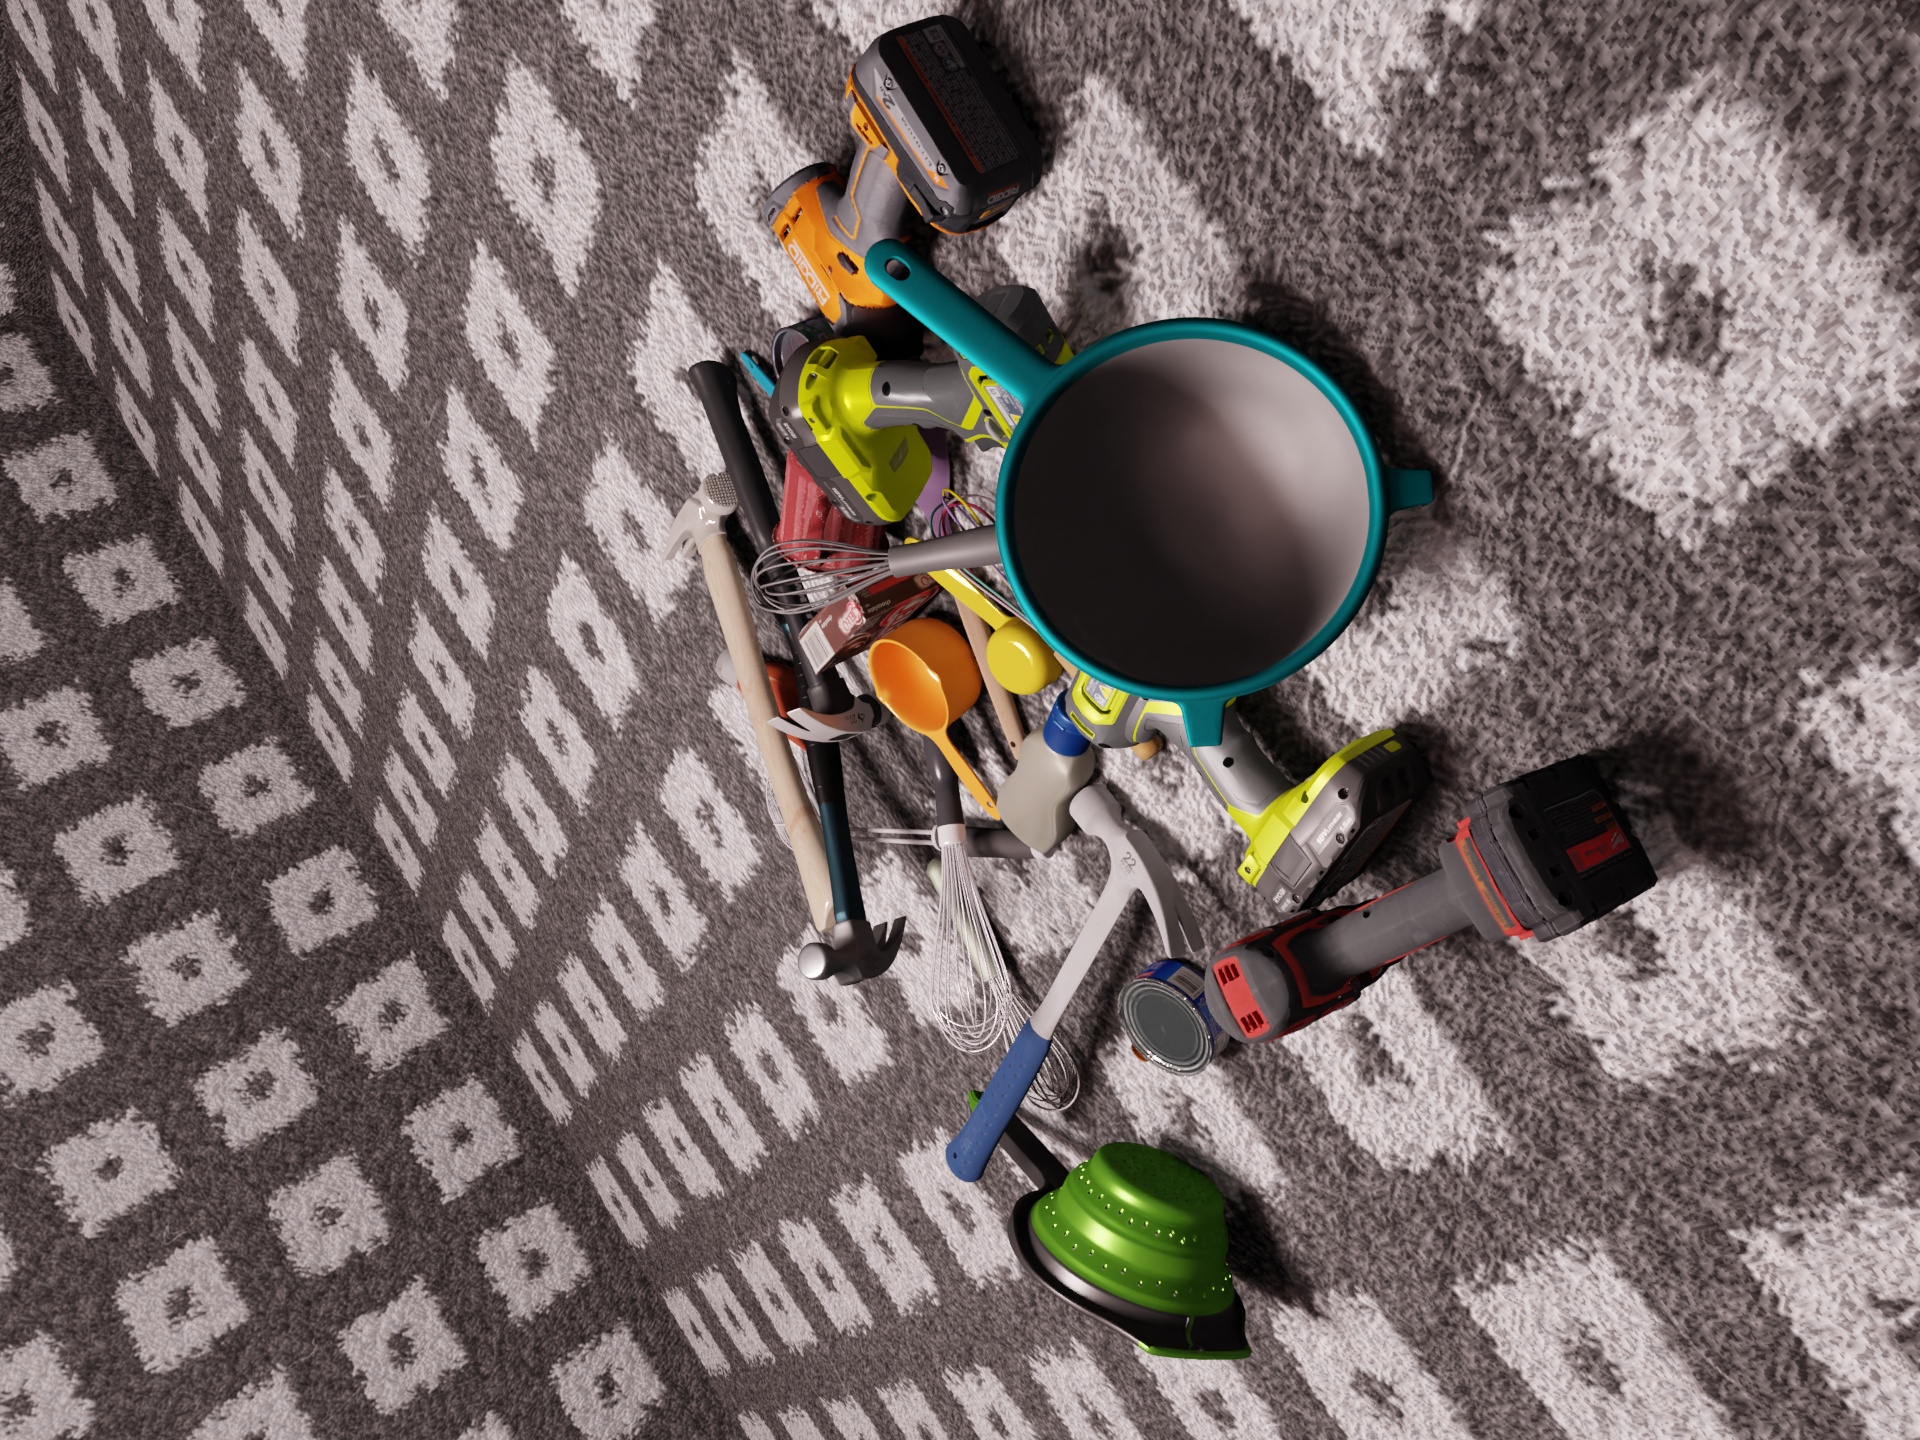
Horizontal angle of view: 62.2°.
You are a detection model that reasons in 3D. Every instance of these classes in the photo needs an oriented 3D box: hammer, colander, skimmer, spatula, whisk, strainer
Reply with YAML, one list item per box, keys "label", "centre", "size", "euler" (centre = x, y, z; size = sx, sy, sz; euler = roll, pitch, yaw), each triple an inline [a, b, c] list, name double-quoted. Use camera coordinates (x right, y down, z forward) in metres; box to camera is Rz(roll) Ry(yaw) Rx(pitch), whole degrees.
- label: "hammer"
  centre: [-0.157, -0.140, 1.323]
  size: [0.035, 0.146, 0.335]
  euler: [-21, 89, 26]
- label: "colander"
  centre: [0.113, 0.384, 1.357]
  size: [0.397, 0.204, 0.094]
  euler: [33, 106, 60]
- label: "skimmer"
  centre: [-0.046, 0.084, 1.407]
  size: [0.363, 0.090, 0.127]
  euler: [0, 122, 43]
- label: "spatula"
  centre: [-0.001, -0.115, 1.203]
  size: [0.060, 0.018, 0.315]
  euler: [-6, 110, 42]
- label: "hammer"
  centre: [-0.111, 0.059, 1.340]
  size: [0.033, 0.128, 0.331]
  euler: [-21, 69, 26]
- label: "whisk"
  centre: [-0.044, -0.115, 1.128]
  size: [0.239, 0.055, 0.055]
  euler: [-7, 112, 21]
- label: "whisk"
  centre: [0.033, 0.231, 1.399]
  size: [0.059, 0.058, 0.246]
  euler: [-31, 83, 23]
- label: "hammer"
  centre: [-0.179, -0.008, 1.421]
  size: [0.146, 0.038, 0.411]
  euler: [-40, 66, 57]
- label: "whisk"
  centre: [0.060, -0.071, 1.132]
  size: [0.245, 0.051, 0.047]
  euler: [52, 141, 9]
- label: "hammer"
  centre: [0.071, 0.242, 1.263]
  size: [0.144, 0.035, 0.405]
  euler: [53, 136, 34]
- label: "strainer"
  centre: [0.081, -0.153, 0.909]
  size: [0.340, 0.211, 0.095]
  euler: [41, -179, 10]
- label: "whisk"
  centre: [-0.004, 0.124, 1.276]
  size: [0.070, 0.070, 0.285]
  euler: [-30, 63, 58]

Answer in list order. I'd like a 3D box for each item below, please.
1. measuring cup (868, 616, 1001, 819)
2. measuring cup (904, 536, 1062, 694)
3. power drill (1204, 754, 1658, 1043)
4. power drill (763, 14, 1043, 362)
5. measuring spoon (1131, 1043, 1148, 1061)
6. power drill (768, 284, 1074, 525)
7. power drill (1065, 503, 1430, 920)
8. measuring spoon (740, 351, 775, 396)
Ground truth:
- label: "measuring cup"
  centre: [-0.002, -0.004, 1.265]
  size: [0.173, 0.052, 0.095]
  euler: [56, 149, -11]
- label: "measuring cup"
  centre: [0.009, -0.079, 1.181]
  size: [0.156, 0.029, 0.062]
  euler: [43, 136, 9]
- label: "power drill"
  centre: [0.265, 0.105, 0.895]
  size: [0.226, 0.188, 0.080]
  euler: [-37, 72, 40]
- label: "power drill"
  centre: [-0.038, -0.326, 1.039]
  size: [0.164, 0.084, 0.226]
  euler: [58, 151, 0]
- label: "measuring spoon"
  centre: [0.158, 0.233, 1.261]
  size: [0.021, 0.011, 0.116]
  euler: [38, 138, 23]
- label: "power drill"
  centre: [-0.004, -0.192, 1.050]
  size: [0.223, 0.080, 0.171]
  euler: [3, 143, 42]
- label: "power drill"
  centre: [0.174, -0.008, 0.991]
  size: [0.229, 0.080, 0.190]
  euler: [48, 140, 23]
- label: "measuring spoon"
  centre: [-0.140, -0.267, 1.286]
  size: [0.129, 0.021, 0.042]
  euler: [49, 163, 34]
